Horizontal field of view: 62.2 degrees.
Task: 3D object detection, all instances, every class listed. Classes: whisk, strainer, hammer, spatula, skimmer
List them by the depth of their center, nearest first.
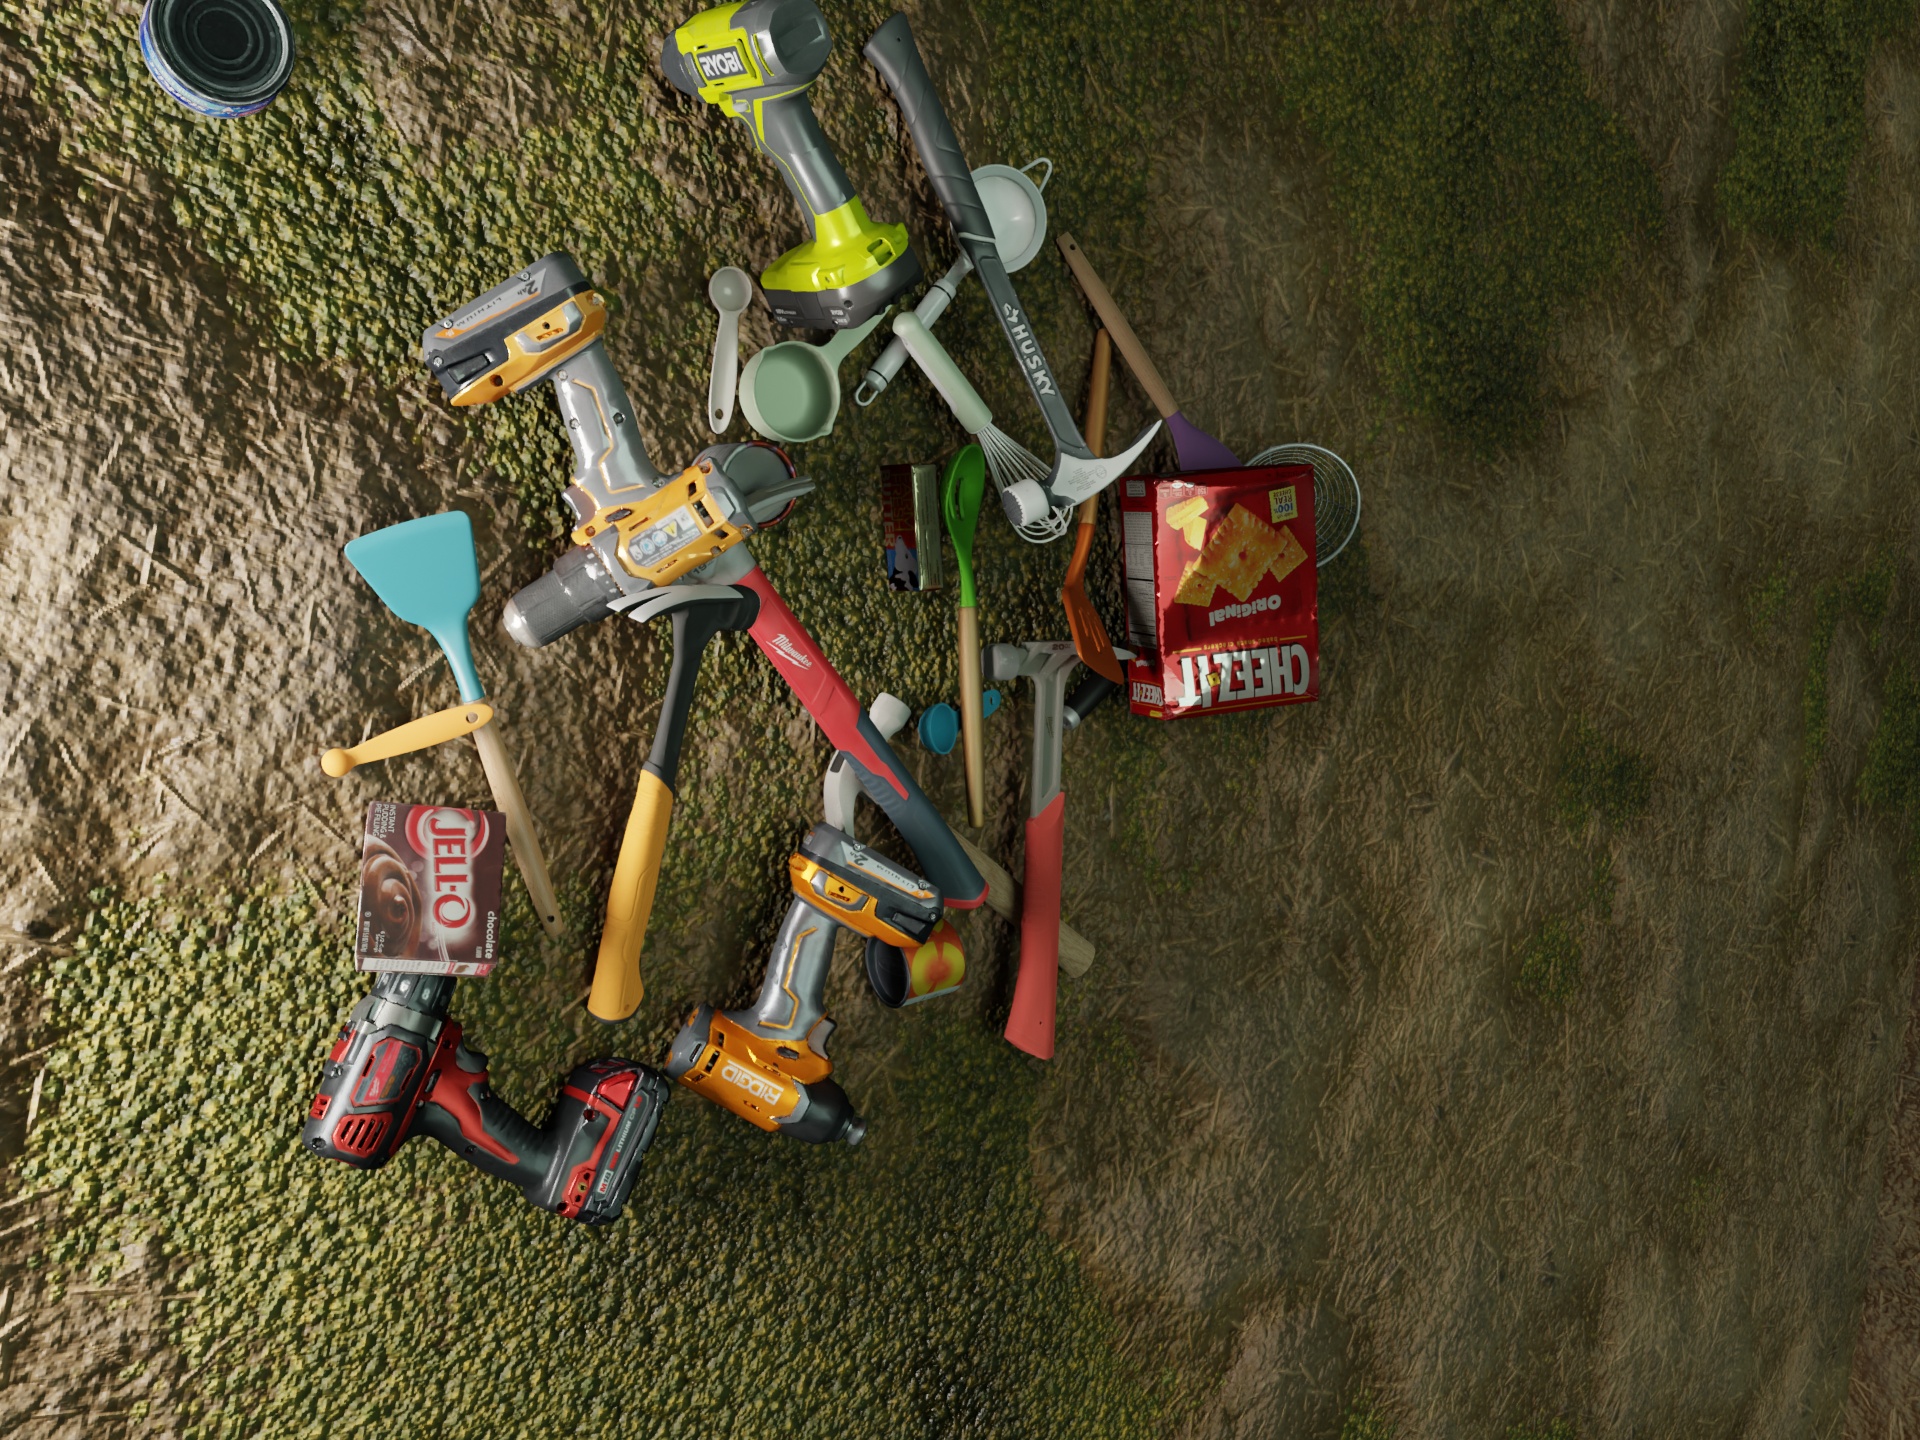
[{"bbox_3d":[-0.332,0.012,1.107,0.082,0.044,0.317,-18,108,-11],"label":"spatula"},{"bbox_3d":[-0.224,0.066,1.132,0.127,0.034,0.336,-12,121,-58],"label":"hammer"},{"bbox_3d":[-0.074,-0.004,1.228,0.143,0.038,0.386,-33,116,4],"label":"hammer"},{"bbox_3d":[0.026,-0.367,1.269,0.149,0.036,0.409,-26,95,-19],"label":"hammer"},{"bbox_3d":[-0.011,-0.358,1.299,0.086,0.050,0.258,40,78,-23],"label":"strainer"},{"bbox_3d":[0.020,-0.239,1.313,0.059,0.058,0.246,-42,123,-2],"label":"whisk"},{"bbox_3d":[0.007,0.125,1.364,0.331,0.031,0.130,43,70,-30],"label":"hammer"},{"bbox_3d":[0.119,-0.191,1.369,0.081,0.041,0.323,26,66,-54],"label":"spatula"},{"bbox_3d":[0.079,0.111,1.372,0.149,0.037,0.359,-1,95,-34],"label":"hammer"},{"bbox_3d":[0.176,-0.296,1.415,0.060,0.018,0.315,-39,104,-14],"label":"spatula"},{"bbox_3d":[0.226,-0.117,1.456,0.363,0.090,0.127,-44,109,-23],"label":"skimmer"}]

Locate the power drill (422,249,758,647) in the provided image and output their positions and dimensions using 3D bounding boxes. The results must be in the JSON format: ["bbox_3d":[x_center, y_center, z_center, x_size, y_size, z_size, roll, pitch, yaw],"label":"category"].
[{"bbox_3d":[-0.272,-0.176,1.079,0.185,0.084,0.226,-33,103,-2],"label":"power drill"}]

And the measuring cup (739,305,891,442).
[{"bbox_3d":[-0.108,-0.285,1.240,0.168,0.038,0.083,-52,120,-22],"label":"measuring cup"}]

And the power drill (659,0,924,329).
[{"bbox_3d":[-0.127,-0.401,1.145,0.080,0.171,0.223,-42,125,-24],"label":"power drill"}]

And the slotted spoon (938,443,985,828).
[{"bbox_3d":[0.006,-0.067,1.303,0.070,0.031,0.314,-12,101,-65],"label":"slotted spoon"}]

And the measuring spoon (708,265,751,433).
[{"bbox_3d":[-0.181,-0.280,1.205,0.034,0.018,0.124,0,101,-35],"label":"measuring spoon"}]

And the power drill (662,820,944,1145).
[{"bbox_3d":[-0.104,0.211,1.230,0.164,0.084,0.226,31,83,-9],"label":"power drill"}]

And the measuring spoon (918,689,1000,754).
[{"bbox_3d":[-0.002,-0.004,1.334,0.128,0.021,0.042,-29,113,-58],"label":"measuring spoon"}]

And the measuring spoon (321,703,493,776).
[{"bbox_3d":[-0.373,0.013,1.076,0.117,0.011,0.021,-20,113,-12],"label":"measuring spoon"}]

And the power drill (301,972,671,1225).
[{"bbox_3d":[-0.322,0.243,1.119,0.226,0.080,0.188,30,71,-29],"label":"power drill"}]
